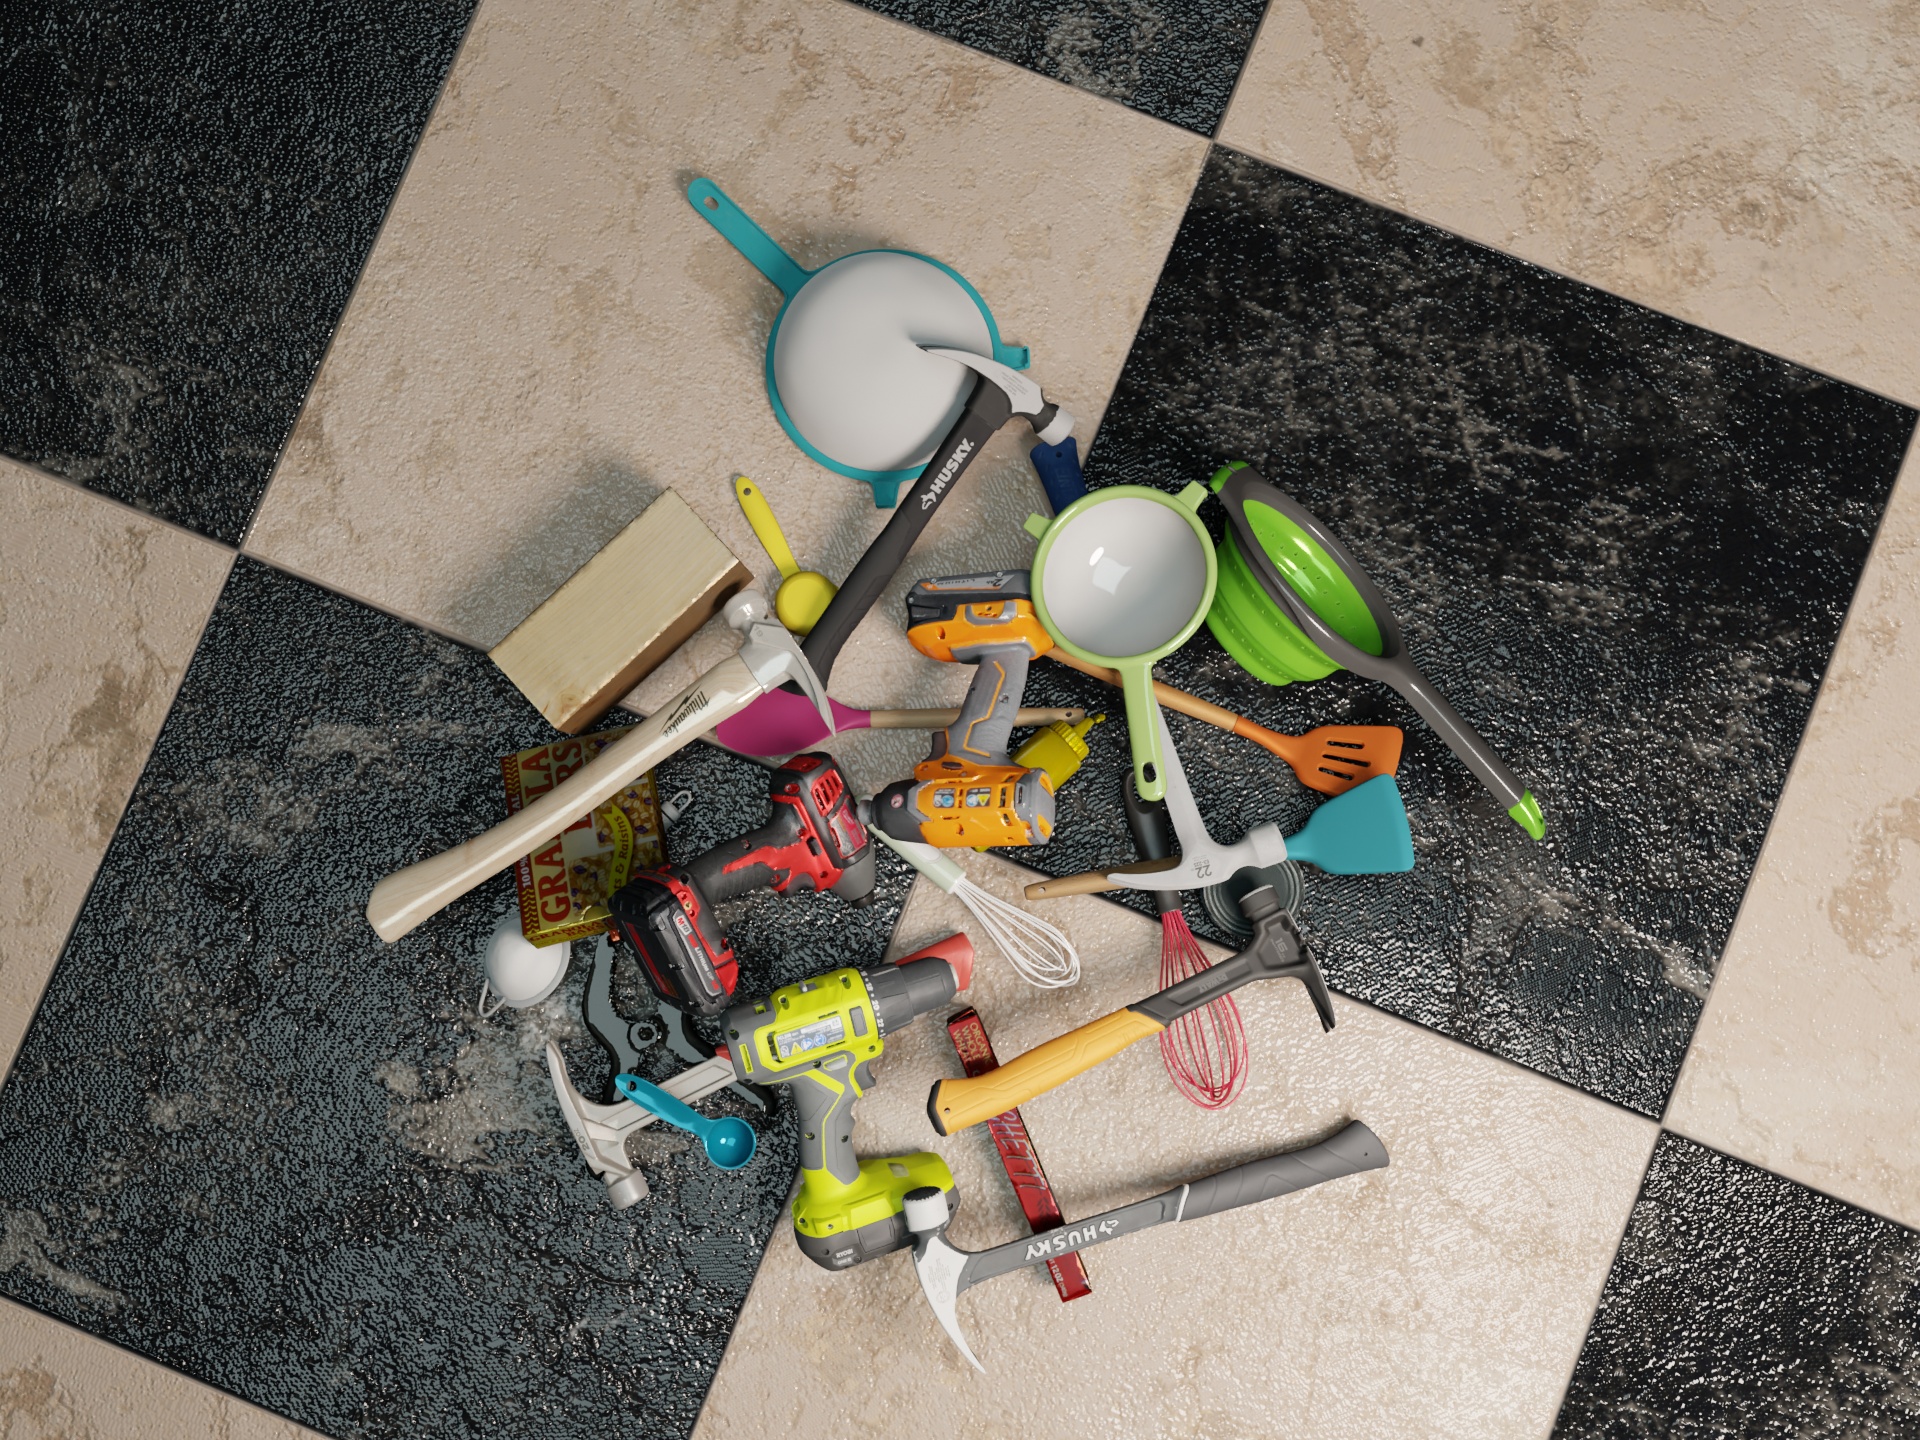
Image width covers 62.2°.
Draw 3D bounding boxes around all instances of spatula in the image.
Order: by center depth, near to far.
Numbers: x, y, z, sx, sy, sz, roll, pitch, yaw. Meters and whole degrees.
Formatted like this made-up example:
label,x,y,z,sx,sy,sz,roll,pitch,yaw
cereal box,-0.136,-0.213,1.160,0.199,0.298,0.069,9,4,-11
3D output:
label,x,y,z,sx,sy,sz,roll,pitch,yaw
spatula,0.209,0.113,1.316,0.317,0.044,0.082,-10,77,-1
spatula,0.215,-0.011,1.365,0.322,0.041,0.081,22,70,4

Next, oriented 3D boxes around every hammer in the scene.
label,x,y,z,sx,sy,sz,roll,pitch,yaw
hammer,0.132,0.255,1.274,0.337,0.034,0.127,-23,73,-8
hammer,0.162,0.404,1.296,0.409,0.036,0.149,-13,91,-12
hammer,-0.299,0.060,1.305,0.410,0.038,0.146,-35,70,-4
hammer,-0.156,0.260,1.328,0.359,0.036,0.149,-25,89,-8
hammer,0.135,-0.051,1.336,0.144,0.035,0.406,-19,75,1
hammer,-0.055,-0.161,1.343,0.146,0.035,0.335,33,97,-25

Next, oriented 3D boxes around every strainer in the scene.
label,x,y,z,sx,sy,sz,roll,pitch,yaw
strainer,0.143,-0.059,1.282,0.151,0.069,0.256,-10,78,15
strainer,-0.327,0.151,1.359,0.258,0.050,0.087,-45,61,-8
strainer,-0.114,-0.361,1.371,0.340,0.095,0.211,44,87,2

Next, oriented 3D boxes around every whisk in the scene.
label,x,y,z,sx,sy,sz,roll,pitch,yaw
whisk,0.182,0.181,1.345,0.073,0.073,0.296,-13,79,0
whisk,0.003,0.143,1.355,0.246,0.059,0.058,39,49,8

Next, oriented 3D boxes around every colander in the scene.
label,x,y,z,sx,sy,sz,roll,pitch,yaw
colander,0.321,-0.036,1.320,0.397,0.204,0.094,48,119,2

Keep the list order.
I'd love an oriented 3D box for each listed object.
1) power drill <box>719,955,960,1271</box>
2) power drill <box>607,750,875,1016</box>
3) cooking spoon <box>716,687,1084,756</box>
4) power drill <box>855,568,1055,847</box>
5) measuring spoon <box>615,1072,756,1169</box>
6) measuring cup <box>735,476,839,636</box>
label,x,y,z,sx,sy,sz,roll,pitch,yaw
power drill,-0.076,0.309,1.290,0.190,0.080,0.228,-16,103,-13
power drill,-0.163,0.137,1.302,0.220,0.079,0.143,-37,115,-31
cooking spoon,-0.052,-0.001,1.379,0.319,0.017,0.069,-1,68,0
power drill,-0.002,-0.004,1.313,0.164,0.084,0.227,-4,67,20
measuring spoon,-0.223,0.320,1.292,0.128,0.021,0.042,28,89,6
measuring cup,-0.157,-0.146,1.386,0.062,0.029,0.156,-29,88,-1
